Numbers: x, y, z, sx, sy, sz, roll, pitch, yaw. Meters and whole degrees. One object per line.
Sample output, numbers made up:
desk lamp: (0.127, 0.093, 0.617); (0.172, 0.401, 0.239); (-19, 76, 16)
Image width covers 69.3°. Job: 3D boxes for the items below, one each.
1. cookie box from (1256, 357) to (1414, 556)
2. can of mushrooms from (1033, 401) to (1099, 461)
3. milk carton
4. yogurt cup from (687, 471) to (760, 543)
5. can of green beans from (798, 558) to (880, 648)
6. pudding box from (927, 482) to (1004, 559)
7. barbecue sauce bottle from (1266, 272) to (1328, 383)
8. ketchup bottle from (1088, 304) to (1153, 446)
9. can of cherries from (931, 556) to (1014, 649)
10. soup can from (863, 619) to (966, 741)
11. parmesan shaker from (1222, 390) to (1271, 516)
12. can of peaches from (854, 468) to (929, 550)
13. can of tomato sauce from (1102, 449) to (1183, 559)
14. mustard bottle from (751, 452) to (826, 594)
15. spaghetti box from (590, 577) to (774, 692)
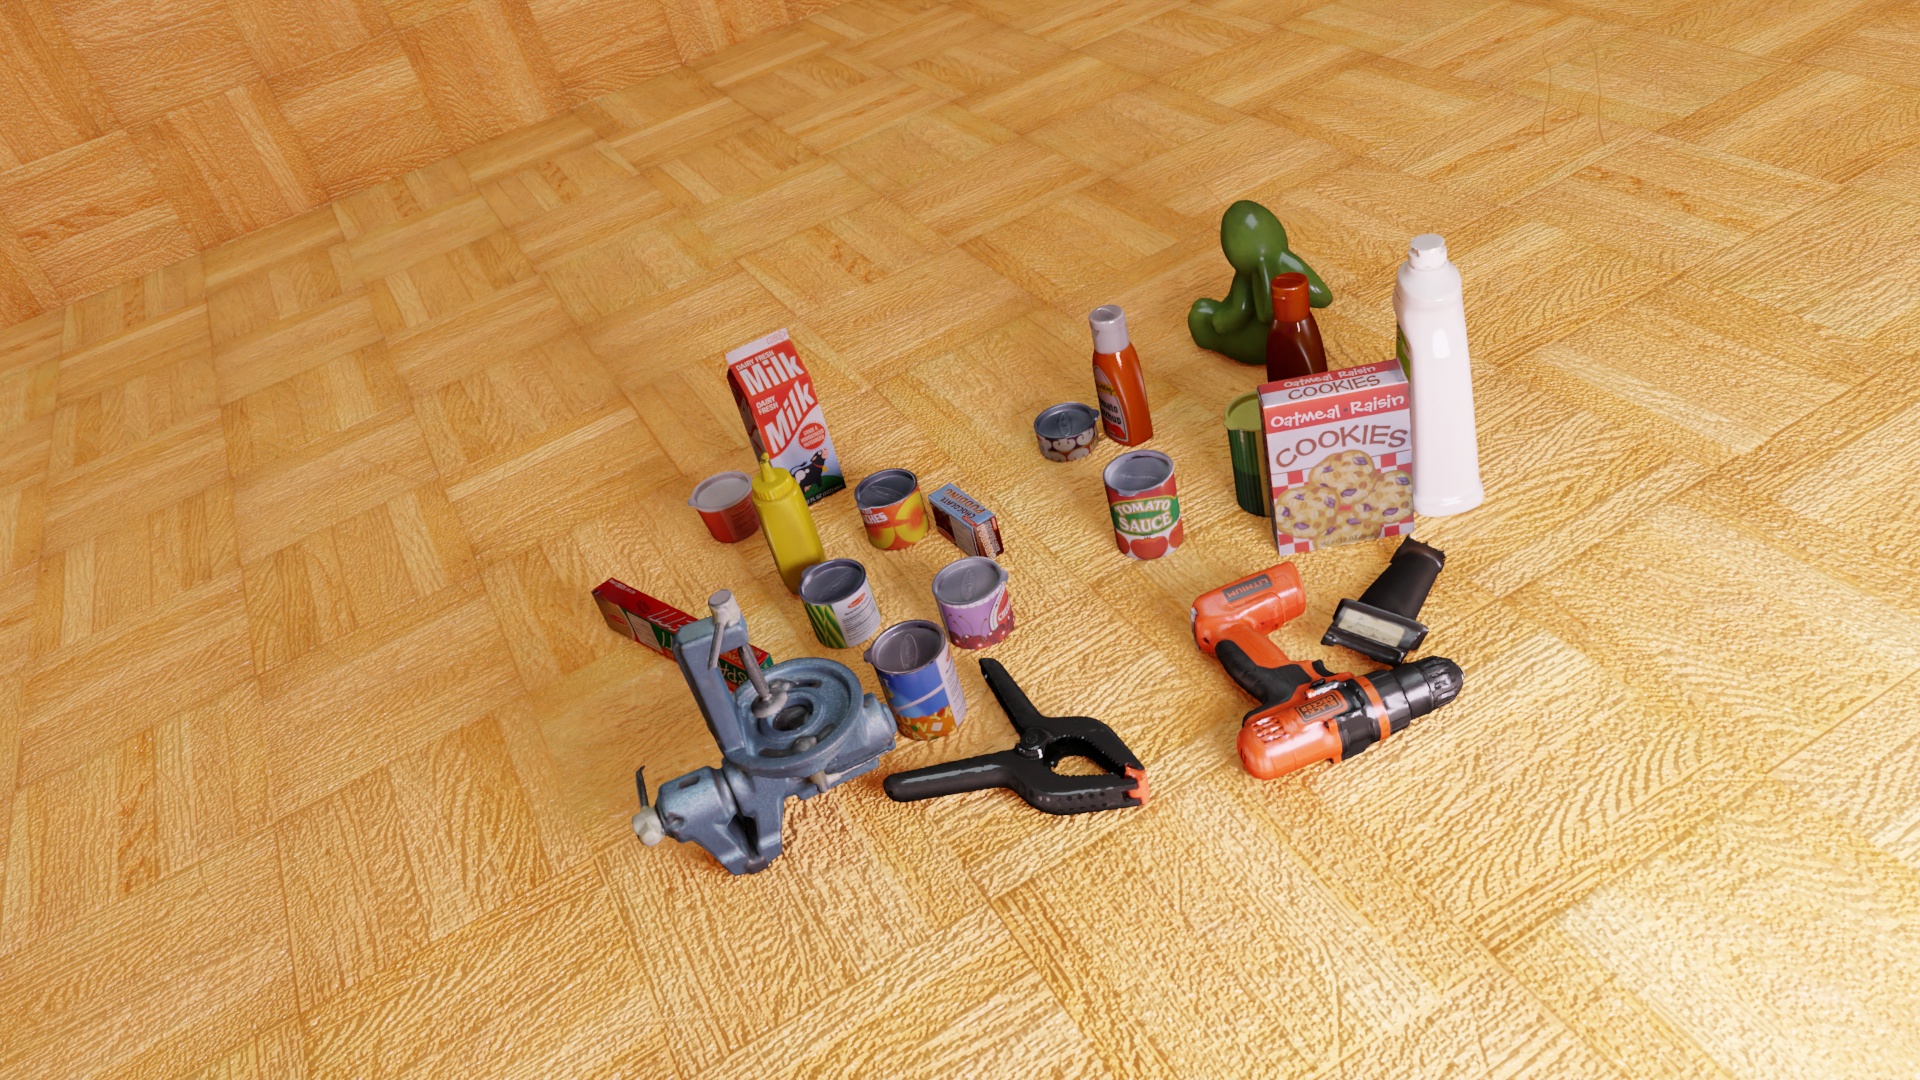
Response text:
cookie box: (0.333, -0.072, 1.230); (0.123, 0.166, 0.040); (-10, 37, 8)
can of mushrooms: (0.116, -0.116, 1.478); (0.071, 0.033, 0.071); (-10, 37, 8)
milk carton: (-0.190, -0.132, 1.480); (0.072, 0.189, 0.073); (-27, 38, -15)
yogurt cup: (-0.248, -0.034, 1.489); (0.072, 0.053, 0.073); (-10, 37, 8)
can of green beans: (-0.114, 0.060, 1.314); (0.071, 0.057, 0.071); (-10, 37, 8)
pudding box: (0.005, -0.017, 1.377); (0.030, 0.049, 0.084); (-31, 39, -19)
barbecue sauce bottle: (0.339, -0.198, 1.407); (0.044, 0.147, 0.065); (-38, 42, -27)
ketchup bottle: (0.163, -0.172, 1.437); (0.043, 0.148, 0.065); (-28, 38, -15)
can of cherries: (0.015, 0.058, 1.269); (0.071, 0.058, 0.072); (-10, 37, 8)
soup can: (-0.038, 0.120, 1.186); (0.071, 0.083, 0.072); (-10, 37, 8)
parmesan shaker: (0.286, -0.081, 1.312); (0.071, 0.102, 0.072); (-10, 37, 8)
can of peaches: (-0.071, -0.030, 1.415); (0.071, 0.057, 0.071); (-10, 37, 8)
can of tomato sauce: (0.173, -0.032, 1.307); (0.071, 0.082, 0.071); (-10, 37, 8)
mustard bottle: (-0.171, -0.022, 1.356); (0.049, 0.159, 0.065); (-16, 36, 0)
spaghetti box: (-0.264, 0.095, 1.330); (0.250, 0.050, 0.029); (20, 49, 38)
